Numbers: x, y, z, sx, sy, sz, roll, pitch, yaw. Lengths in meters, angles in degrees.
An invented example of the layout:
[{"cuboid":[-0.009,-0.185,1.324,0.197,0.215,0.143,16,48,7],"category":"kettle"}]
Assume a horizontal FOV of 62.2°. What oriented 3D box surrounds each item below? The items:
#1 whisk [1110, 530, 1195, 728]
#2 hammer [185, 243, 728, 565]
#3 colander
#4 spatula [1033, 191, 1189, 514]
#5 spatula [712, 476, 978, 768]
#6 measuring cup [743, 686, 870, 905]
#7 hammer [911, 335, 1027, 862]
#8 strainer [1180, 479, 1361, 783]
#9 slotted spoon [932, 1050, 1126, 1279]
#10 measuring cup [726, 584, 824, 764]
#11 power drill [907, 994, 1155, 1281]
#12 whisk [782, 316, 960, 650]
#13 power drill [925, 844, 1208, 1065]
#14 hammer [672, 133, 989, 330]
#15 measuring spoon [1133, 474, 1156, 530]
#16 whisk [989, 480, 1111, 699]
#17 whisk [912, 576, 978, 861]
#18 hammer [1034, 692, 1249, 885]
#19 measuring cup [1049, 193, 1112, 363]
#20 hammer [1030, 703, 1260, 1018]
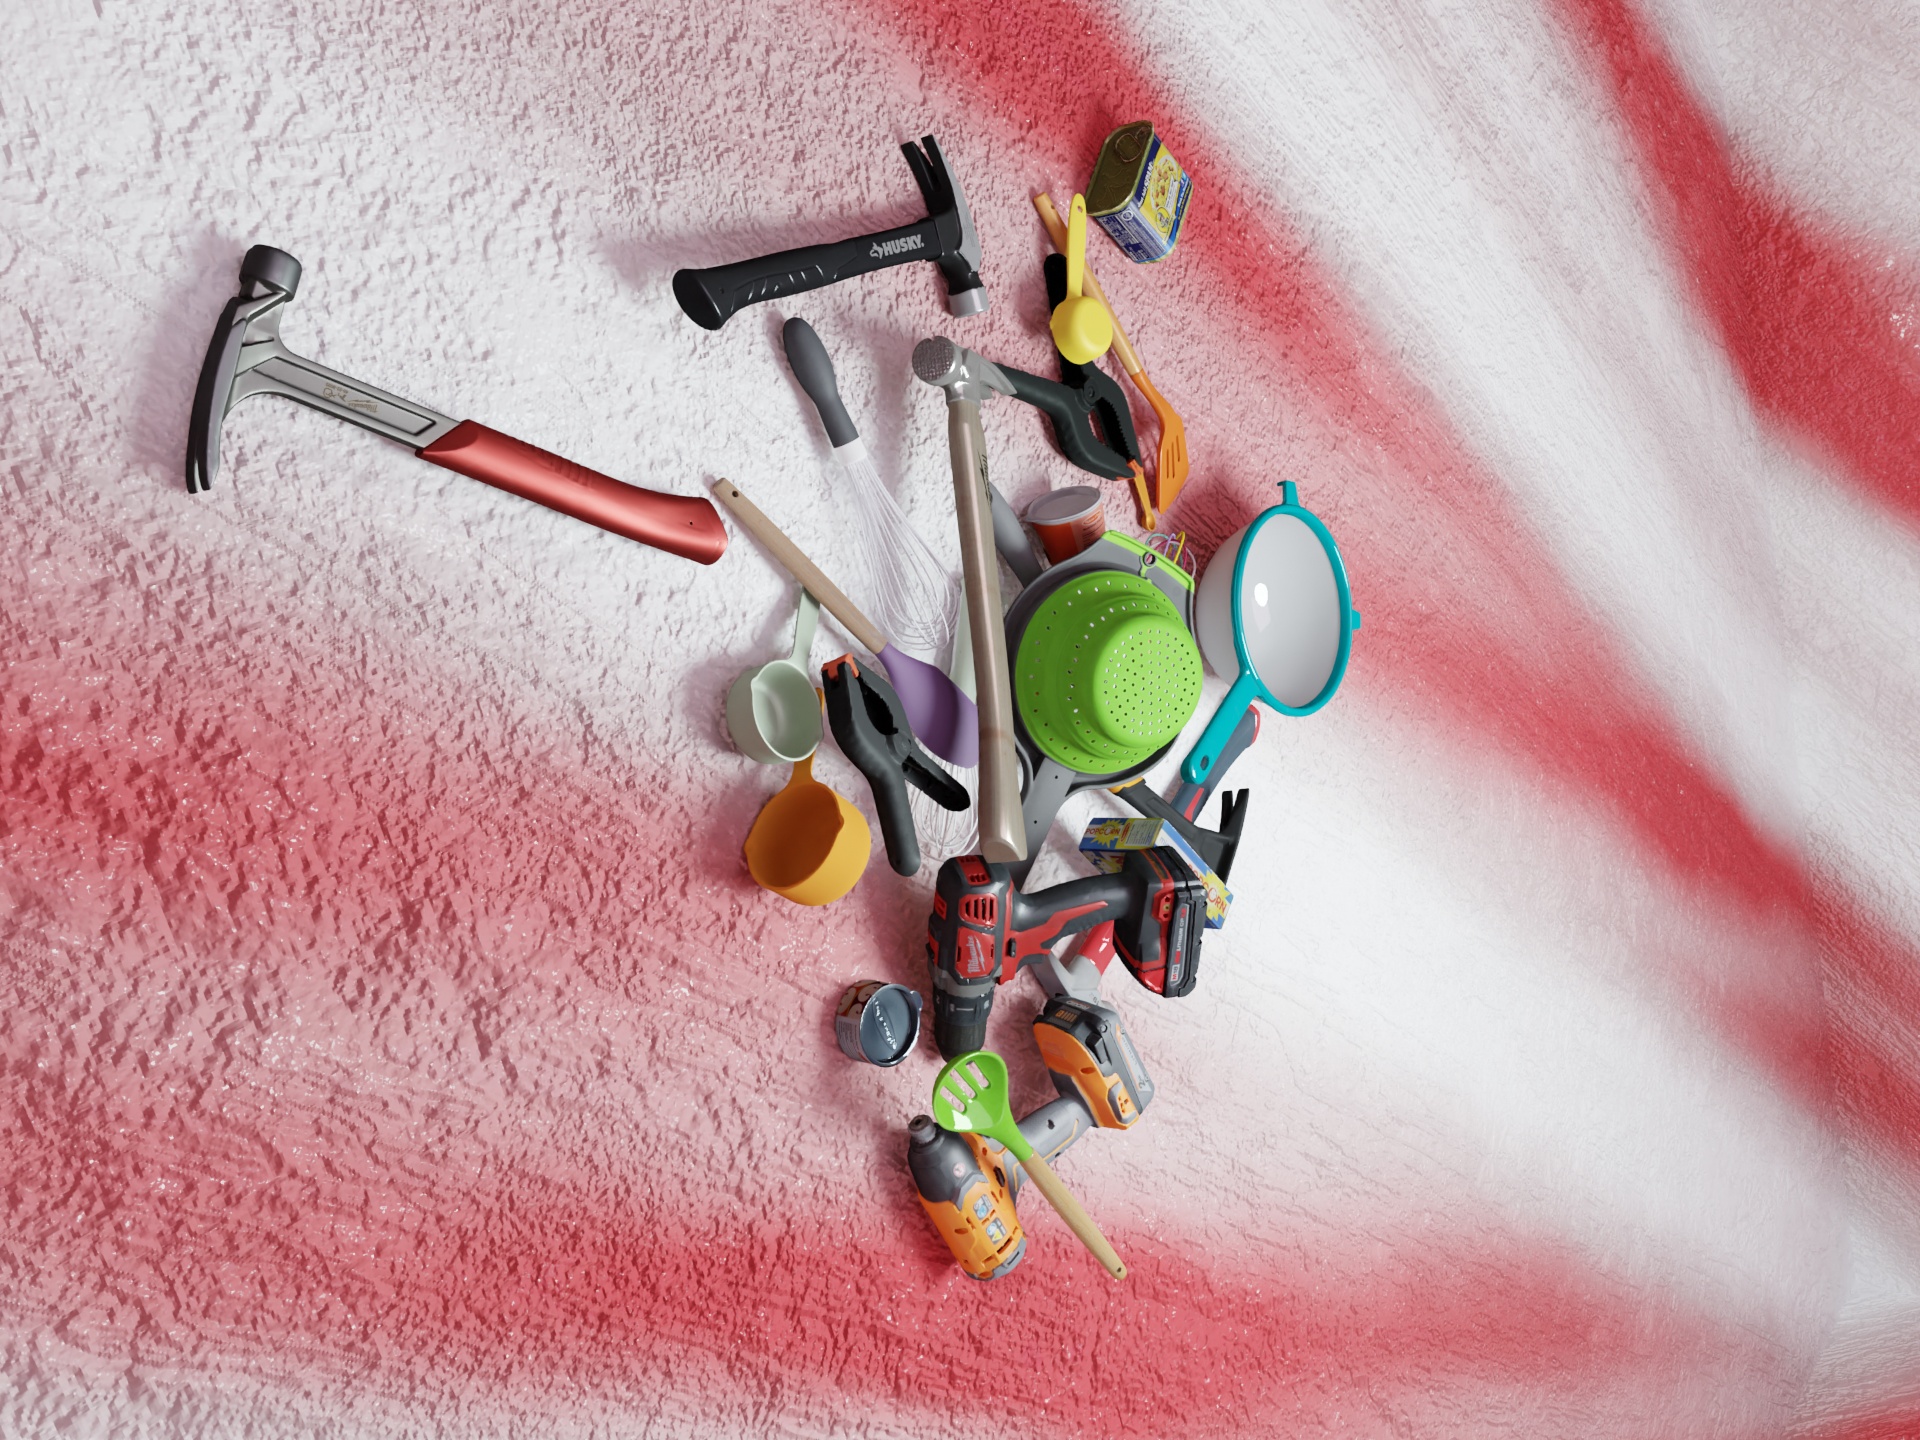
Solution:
[{"cuboid":[0.174,-0.088,1.477,0.051,0.047,0.245,43,49,-28],"category":"whisk"},{"cuboid":[-0.302,-0.160,1.024,0.358,0.037,0.149,20,77,-44],"category":"hammer"},{"cuboid":[0.101,0.036,1.335,0.204,0.094,0.397,27,86,-26],"category":"colander"},{"cuboid":[0.145,-0.344,1.487,0.322,0.041,0.081,56,46,-24],"category":"spatula"},{"cuboid":[-0.080,-0.072,1.235,0.315,0.018,0.060,46,62,-26],"category":"spatula"},{"cuboid":[-0.106,0.059,1.208,0.052,0.095,0.174,40,44,-44],"category":"measuring cup"},{"cuboid":[0.023,-0.092,1.280,0.146,0.038,0.411,4,80,-67],"category":"hammer"},{"cuboid":[0.269,-0.063,1.564,0.340,0.095,0.210,-54,124,-31],"category":"strainer"},{"cuboid":[0.063,0.371,1.303,0.070,0.031,0.313,-42,122,-13],"category":"slotted spoon"},{"cuboid":[-0.135,-0.043,1.204,0.083,0.038,0.168,40,47,-41],"category":"measuring cup"},{"cuboid":[0.052,0.340,1.353,0.226,0.084,0.164,-42,119,-27],"category":"power drill"},{"cuboid":[-0.074,-0.182,1.249,0.070,0.070,0.284,-38,111,-38],"category":"whisk"},{"cuboid":[0.080,0.195,1.324,0.226,0.080,0.187,-4,116,-16],"category":"power drill"},{"cuboid":[-0.094,-0.356,1.212,0.335,0.035,0.146,-32,113,-47],"category":"hammer"},{"cuboid":[0.165,-0.236,1.520,0.021,0.011,0.117,-37,113,-52],"category":"measuring spoon"},{"cuboid":[0.068,-0.112,1.400,0.055,0.055,0.238,-48,117,-34],"category":"whisk"},{"cuboid":[-0.002,-0.004,1.330,0.057,0.059,0.246,71,25,-78],"category":"whisk"},{"cuboid":[0.141,0.041,1.446,0.336,0.034,0.127,37,62,-30],"category":"hammer"},{"cuboid":[0.111,-0.394,1.405,0.062,0.029,0.156,7,82,-42],"category":"measuring cup"},{"cuboid":[0.186,0.111,1.524,0.386,0.038,0.143,-54,124,-31],"category":"hammer"}]
